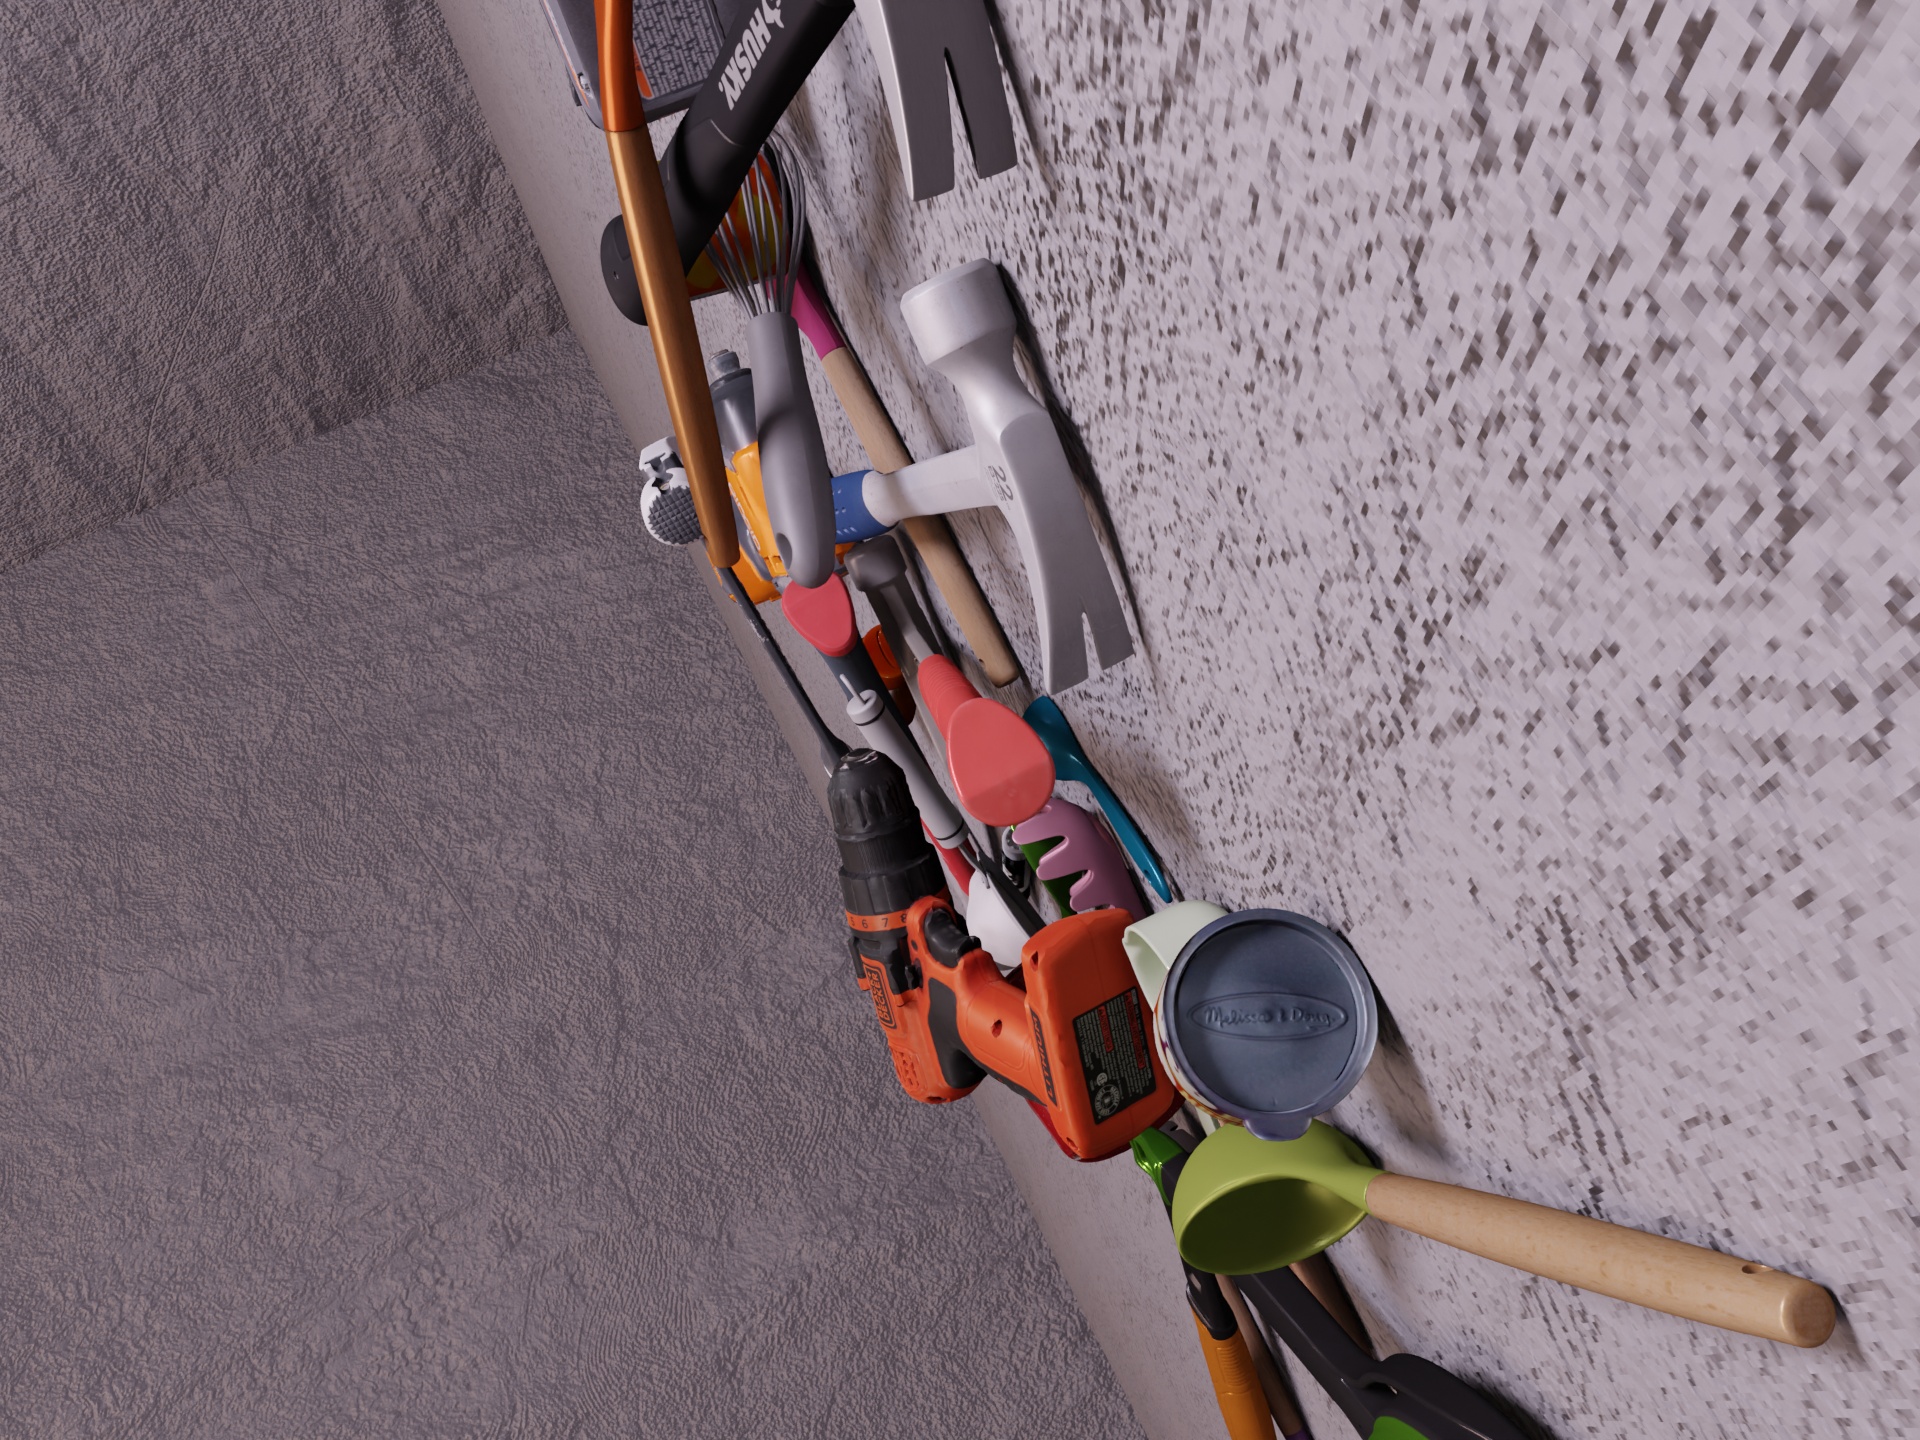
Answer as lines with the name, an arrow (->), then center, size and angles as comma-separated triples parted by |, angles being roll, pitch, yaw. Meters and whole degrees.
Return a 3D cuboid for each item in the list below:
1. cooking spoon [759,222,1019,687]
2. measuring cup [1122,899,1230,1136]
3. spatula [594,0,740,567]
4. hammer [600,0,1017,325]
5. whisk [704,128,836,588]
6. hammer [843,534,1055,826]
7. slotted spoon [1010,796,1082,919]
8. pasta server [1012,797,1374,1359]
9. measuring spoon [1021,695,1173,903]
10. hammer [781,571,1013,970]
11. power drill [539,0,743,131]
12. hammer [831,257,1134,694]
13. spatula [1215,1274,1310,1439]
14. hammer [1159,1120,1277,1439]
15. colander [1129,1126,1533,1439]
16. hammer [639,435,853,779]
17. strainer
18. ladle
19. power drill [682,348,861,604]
cooking spoon -> -0.050, -0.157, 0.780 | 0.319, 0.017, 0.068 | 63, 161, 9
measuring cup -> 0.109, 0.135, 0.642 | 0.083, 0.038, 0.167 | 55, 170, 45
spatula -> -0.122, -0.185, 0.566 | 0.081, 0.041, 0.322 | 42, 150, 42
hammer -> -0.078, -0.201, 0.550 | 0.146, 0.035, 0.335 | 65, 158, -5
whisk -> -0.082, -0.163, 0.672 | 0.055, 0.055, 0.239 | 89, 170, -70
hammer -> -0.001, -0.002, 0.747 | 0.149, 0.036, 0.359 | 64, 178, -13
slotted spoon -> 0.072, 0.139, 0.893 | 0.313, 0.031, 0.070 | 70, -177, -47
pasta server -> 0.109, 0.170, 0.734 | 0.316, 0.040, 0.060 | 62, -177, 3
measuring spoon -> 0.056, 0.038, 0.708 | 0.129, 0.021, 0.042 | 58, 170, 43
hammer -> -0.037, 0.022, 1.015 | 0.143, 0.038, 0.385 | 59, 177, 37
power drill -> -0.149, -0.329, 0.682 | 0.226, 0.084, 0.185 | -119, 8, -45
hammer -> -0.031, -0.093, 0.703 | 0.144, 0.035, 0.405 | 67, 167, -11
spatula -> 0.197, 0.423, 1.003 | 0.316, 0.018, 0.060 | 63, 170, 0
hammer -> 0.151, 0.365, 0.956 | 0.127, 0.034, 0.336 | 31, 145, 58
colander -> 0.144, 0.301, 0.612 | 0.397, 0.094, 0.204 | 43, 158, 53
hammer -> -0.083, 0.009, 0.950 | 0.408, 0.036, 0.149 | 62, 179, -30
strainer -> -0.003, 0.069, 0.899 | 0.258, 0.050, 0.087 | 57, -178, -31
ladle -> 0.140, 0.156, 0.469 | 0.320, 0.078, 0.062 | 140, 124, -75
power drill -> -0.142, -0.163, 1.108 | 0.164, 0.084, 0.226 | 66, 167, -6
